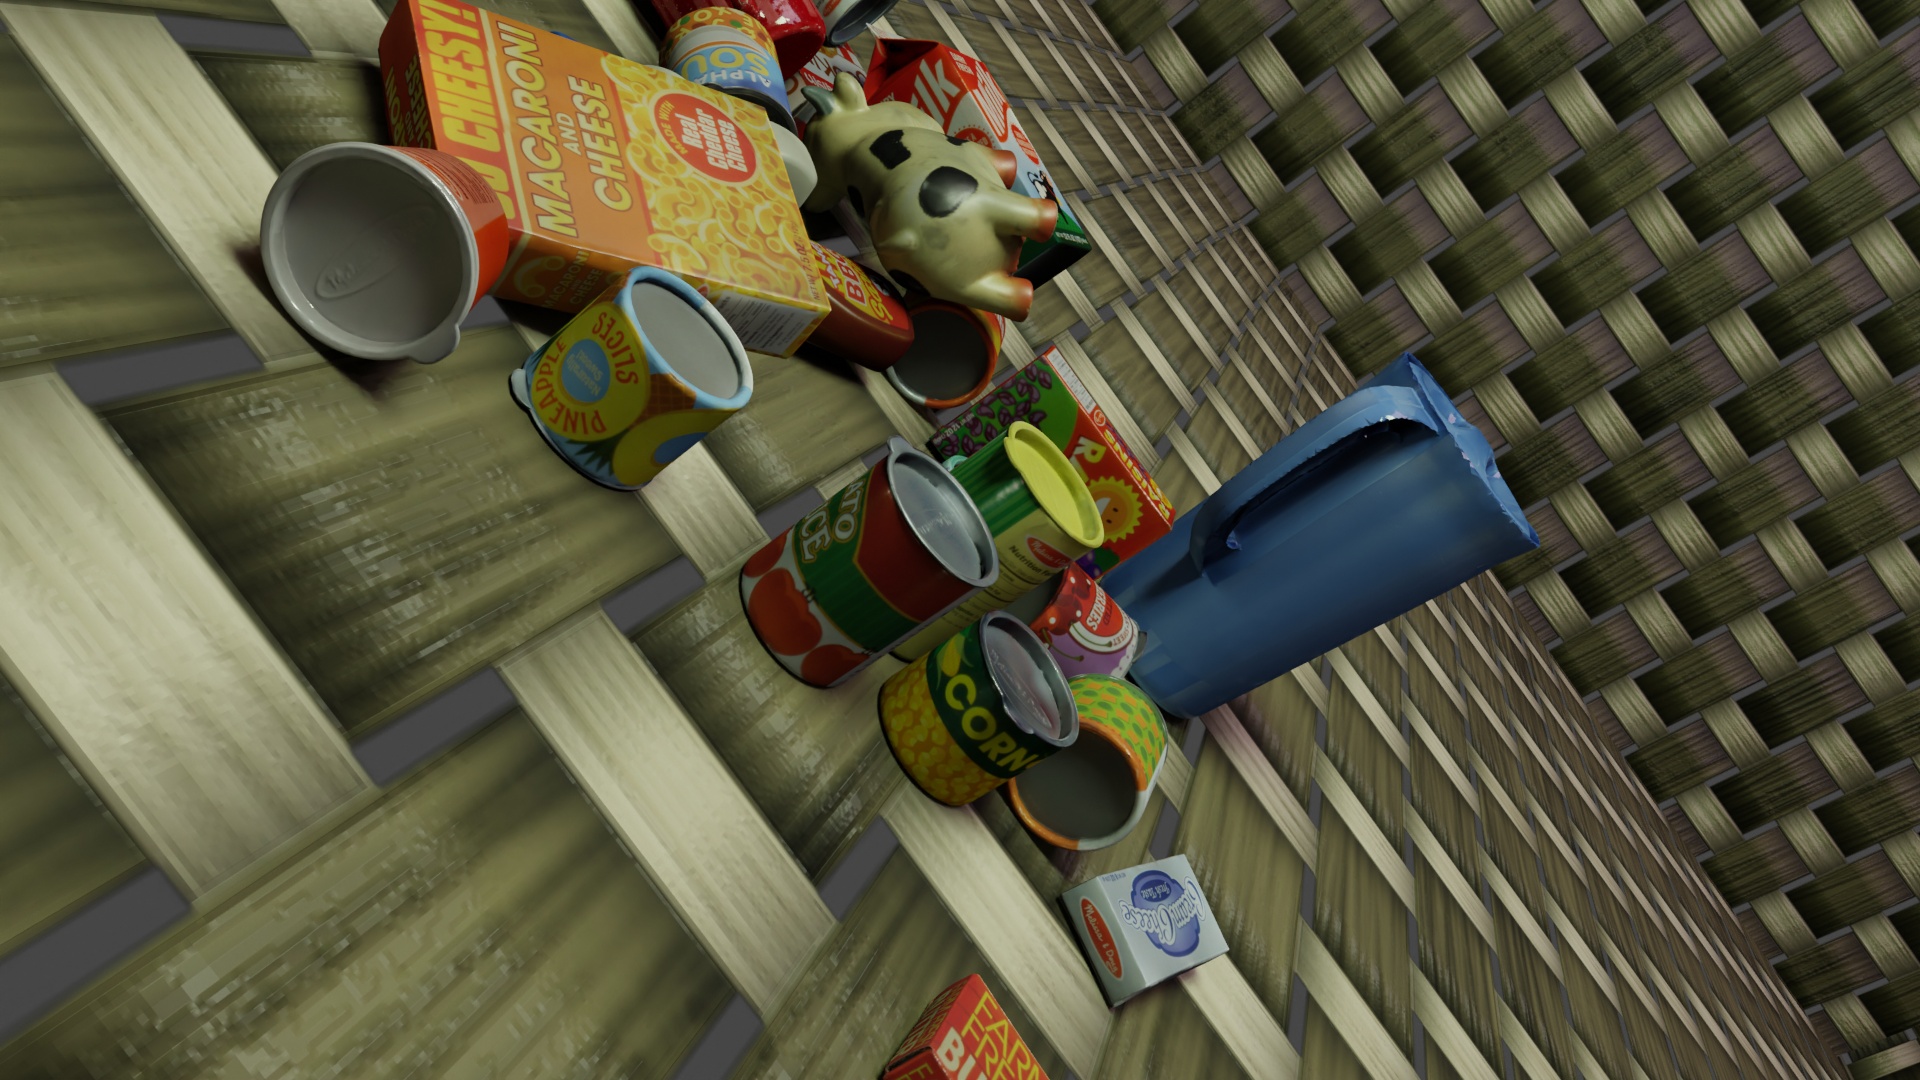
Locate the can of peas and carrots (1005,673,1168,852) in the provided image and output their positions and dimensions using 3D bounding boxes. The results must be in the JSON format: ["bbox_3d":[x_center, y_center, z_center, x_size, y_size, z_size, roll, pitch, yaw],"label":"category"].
[{"bbox_3d":[0.057,0.101,0.647,0.071,0.070,0.059,54,23,-2],"label":"can of peas and carrots"}]

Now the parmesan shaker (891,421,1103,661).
[{"bbox_3d":[0.002,0.000,0.627,0.071,0.103,0.072,44,25,-26],"label":"parmesan shaker"}]

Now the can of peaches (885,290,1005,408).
[{"bbox_3d":[-0.007,-0.119,0.812,0.071,0.071,0.058,48,25,-17],"label":"can of peaches"}]

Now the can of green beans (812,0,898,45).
[{"bbox_3d":[-0.079,-0.373,0.921,0.058,0.071,0.071,52,23,-4],"label":"can of green beans"}]

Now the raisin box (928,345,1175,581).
[{"bbox_3d":[0.054,-0.036,0.798,0.123,0.086,0.040,53,18,-5],"label":"raisin box"}]

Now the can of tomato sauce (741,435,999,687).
[{"bbox_3d":[-0.038,0.010,0.561,0.071,0.083,0.071,43,25,-26],"label":"can of tomato sauce"}]

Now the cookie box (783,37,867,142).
[{"bbox_3d":[-0.114,-0.328,0.930,0.168,0.040,0.123,61,23,16],"label":"cookie box"}]

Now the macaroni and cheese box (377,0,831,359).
[{"bbox_3d":[-0.145,-0.146,0.572,0.167,0.040,0.124,7,54,-42],"label":"macaroni and cheese box"}]

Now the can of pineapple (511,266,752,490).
[{"bbox_3d":[-0.123,-0.062,0.527,0.071,0.057,0.071,43,26,-27],"label":"can of pineapple"}]

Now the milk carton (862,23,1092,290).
[{"bbox_3d":[0.000,-0.253,0.908,0.190,0.073,0.072,61,24,6],"label":"milk carton"}]

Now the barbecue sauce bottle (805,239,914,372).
[{"bbox_3d":[-0.086,-0.132,0.712,0.148,0.043,0.065,15,38,-56],"label":"barbecue sauce bottle"}]

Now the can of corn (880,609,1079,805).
[{"bbox_3d":[0.007,0.073,0.595,0.071,0.058,0.071,43,25,-27],"label":"can of corn"}]

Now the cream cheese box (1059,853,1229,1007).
[{"bbox_3d":[0.088,0.180,0.651,0.104,0.024,0.053,10,51,-59],"label":"cream cheese box"}]

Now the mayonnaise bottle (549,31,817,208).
[{"bbox_3d":[-0.141,-0.195,0.672,0.148,0.064,0.041,19,42,-49],"label":"mayonnaise bottle"}]

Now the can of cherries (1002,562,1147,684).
[{"bbox_3d":[0.049,0.045,0.699,0.058,0.071,0.072,45,25,-23],"label":"can of cherries"}]

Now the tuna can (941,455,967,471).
[{"bbox_3d":[0.003,-0.009,0.731,0.071,0.032,0.071,43,25,-26],"label":"tuna can"}]

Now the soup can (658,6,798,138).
[{"bbox_3d":[-0.127,-0.239,0.746,0.071,0.071,0.084,32,32,-44],"label":"soup can"}]

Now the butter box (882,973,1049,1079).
[{"bbox_3d":[0.018,0.207,0.478,0.103,0.024,0.053,56,22,1],"label":"butter box"}]

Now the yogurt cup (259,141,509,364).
[{"bbox_3d":[-0.183,-0.098,0.454,0.072,0.072,0.054,49,15,-15],"label":"yogurt cup"}]
